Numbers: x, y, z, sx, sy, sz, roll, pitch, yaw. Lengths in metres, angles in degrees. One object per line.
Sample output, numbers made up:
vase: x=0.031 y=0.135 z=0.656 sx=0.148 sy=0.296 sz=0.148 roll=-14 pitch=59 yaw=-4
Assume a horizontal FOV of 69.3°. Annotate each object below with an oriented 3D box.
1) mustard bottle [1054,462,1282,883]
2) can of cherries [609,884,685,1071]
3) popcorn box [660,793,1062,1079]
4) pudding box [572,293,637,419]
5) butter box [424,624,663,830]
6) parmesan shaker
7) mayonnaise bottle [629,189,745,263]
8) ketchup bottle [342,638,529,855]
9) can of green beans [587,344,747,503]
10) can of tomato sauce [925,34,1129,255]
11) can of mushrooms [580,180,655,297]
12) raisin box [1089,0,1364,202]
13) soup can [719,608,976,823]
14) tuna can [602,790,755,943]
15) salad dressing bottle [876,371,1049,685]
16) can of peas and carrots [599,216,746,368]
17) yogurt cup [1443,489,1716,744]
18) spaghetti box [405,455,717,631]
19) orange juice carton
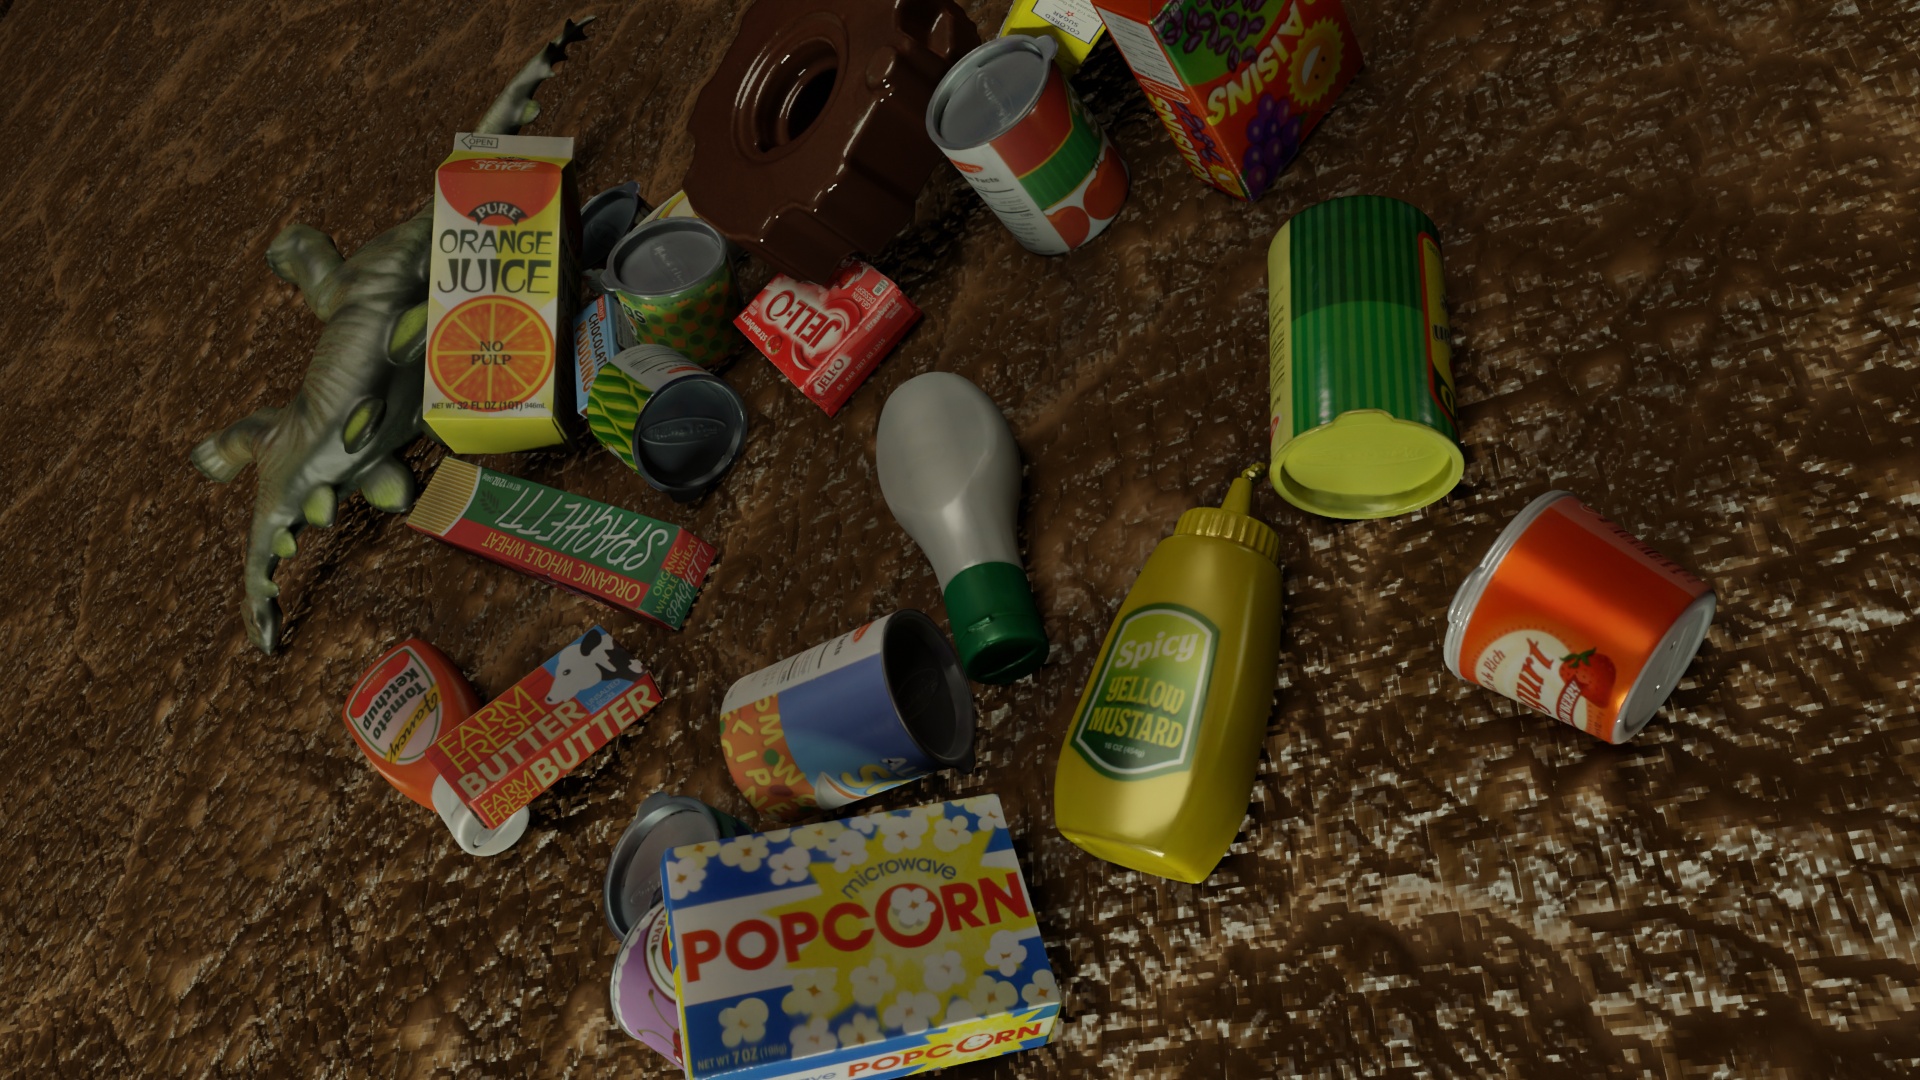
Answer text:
mustard bottle: x=0.084 y=0.039 z=0.506 sx=0.065 sy=0.048 sz=0.161 roll=5 pitch=66 yaw=37
can of cherries: x=-0.092 y=0.171 z=0.537 sx=0.058 sy=0.071 sz=0.071 roll=14 pitch=72 yaw=41
popcorn box: x=-0.037 y=0.143 z=0.489 sx=0.127 sy=0.038 sz=0.085 roll=-7 pitch=48 yaw=-14
pudding box: x=-0.193 y=-0.096 z=0.795 sx=0.030 sy=0.049 sz=0.084 roll=-32 pitch=48 yaw=18
butter box: x=-0.201 y=0.089 z=0.673 sx=0.104 sy=0.024 sz=0.053 roll=-39 pitch=46 yaw=-24
parmesan shaker: x=0.148 y=-0.070 z=0.513 sx=0.071 sy=0.071 sz=0.103 roll=-12 pitch=56 yaw=31
mayonnaise bottle: x=-0.130 y=-0.204 z=0.822 sx=0.148 sy=0.041 sz=0.065 roll=-39 pitch=51 yaw=10
ketchup bottle: x=-0.271 y=0.110 z=0.727 sx=0.065 sy=0.043 sz=0.149 roll=-50 pitch=46 yaw=-9
can of green beans: x=-0.156 y=-0.065 z=0.737 sx=0.058 sy=0.071 sz=0.071 roll=32 pitch=84 yaw=44
can of tomato sauce: x=0.035 y=-0.188 z=0.661 sx=0.071 sy=0.083 sz=0.071 roll=-18 pitch=54 yaw=27
can of mushrooms: x=-0.218 y=-0.191 z=0.884 sx=0.071 sy=0.033 sz=0.071 roll=-19 pitch=53 yaw=27
raisin box: x=0.118 y=-0.215 z=0.589 sx=0.040 sy=0.123 sz=0.086 roll=36 pitch=88 yaw=38
soup can: x=-0.045 y=0.075 z=0.568 sx=0.083 sy=0.071 sz=0.072 roll=-24 pitch=51 yaw=24
tuna can: x=-0.119 y=0.145 z=0.600 sx=0.071 sy=0.032 sz=0.071 roll=-18 pitch=54 yaw=27
salad dressing bottle: x=0.002 y=-0.008 z=0.601 sx=0.064 sy=0.044 sz=0.148 roll=-29 pitch=50 yaw=16
can of peas and carrots: x=-0.157 y=-0.135 z=0.771 sx=0.071 sy=0.058 sz=0.071 roll=-4 pitch=51 yaw=5
yogurt cup: x=0.192 y=0.026 z=0.427 sx=0.054 sy=0.072 sz=0.072 roll=35 pitch=86 yaw=36
spaghetti box: x=-0.230 y=-0.003 z=0.778 sx=0.250 sy=0.028 sz=0.050 roll=14 pitch=73 yaw=41
orange juice carton: x=-0.264 y=-0.151 z=0.813 sx=0.072 sy=0.073 sz=0.193 roll=-1 pitch=76 yaw=-6
